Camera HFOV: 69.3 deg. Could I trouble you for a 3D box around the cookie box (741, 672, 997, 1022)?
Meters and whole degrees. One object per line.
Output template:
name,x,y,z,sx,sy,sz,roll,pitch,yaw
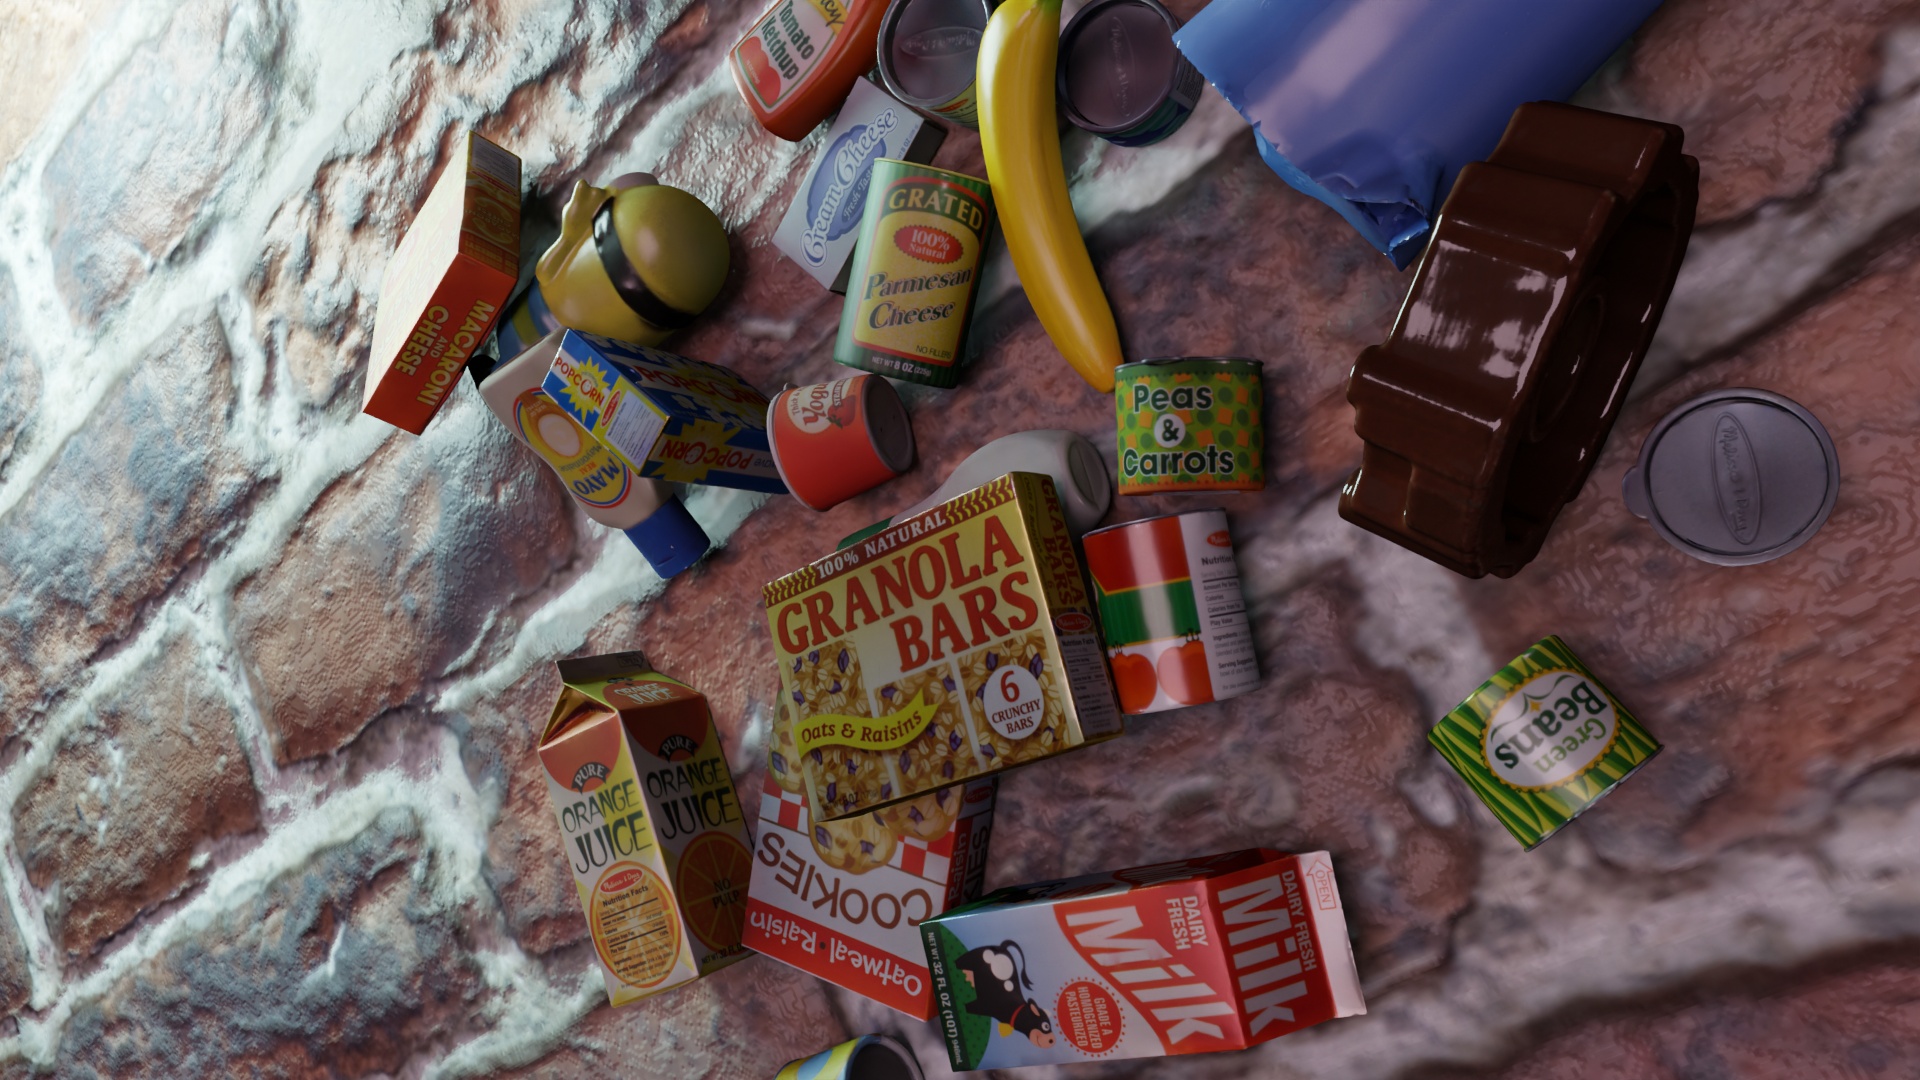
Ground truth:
cookie box,-0.046,0.149,0.730,0.123,0.040,0.167,11,95,31

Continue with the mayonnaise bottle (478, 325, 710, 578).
mayonnaise bottle,-0.199,-0.045,0.780,0.064,0.041,0.147,-28,110,22

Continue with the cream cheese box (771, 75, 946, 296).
cream cheese box,-0.056,-0.188,0.743,0.053,0.024,0.103,41,110,26

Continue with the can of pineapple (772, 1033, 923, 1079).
can of pineapple,-0.059,0.298,0.721,0.057,0.071,0.071,-30,75,28

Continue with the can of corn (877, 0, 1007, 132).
can of corn,0.003,-0.243,0.686,0.071,0.058,0.071,0,91,32

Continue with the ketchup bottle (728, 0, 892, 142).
ketchup bottle,-0.056,-0.280,0.731,0.148,0.043,0.065,-36,68,26

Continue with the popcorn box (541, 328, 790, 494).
popcorn box,-0.146,-0.066,0.739,0.085,0.127,0.038,39,106,25

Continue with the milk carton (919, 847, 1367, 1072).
milk carton,0.084,0.188,0.630,0.190,0.073,0.072,-17,82,30

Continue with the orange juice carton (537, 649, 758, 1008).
orange juice carton,-0.178,0.155,0.792,0.073,0.072,0.193,-27,77,29

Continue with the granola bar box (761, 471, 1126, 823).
granola bar box,-0.013,0.054,0.654,0.165,0.039,0.124,-23,75,35

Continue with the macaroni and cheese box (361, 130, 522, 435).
macaroni and cheese box,-0.313,-0.160,0.847,0.123,0.040,0.167,-49,36,23

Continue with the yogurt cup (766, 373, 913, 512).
yogurt cup,-0.060,-0.054,0.724,0.054,0.072,0.072,-16,82,23

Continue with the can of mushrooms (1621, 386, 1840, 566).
can of mushrooms,0.291,-0.024,0.525,0.071,0.033,0.071,1,91,31

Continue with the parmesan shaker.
parmesan shaker,-0.019,-0.132,0.698,0.071,0.071,0.103,18,100,30

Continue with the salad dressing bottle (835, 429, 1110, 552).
salad dressing bottle,0.002,-0.009,0.698,0.147,0.044,0.064,-22,81,32

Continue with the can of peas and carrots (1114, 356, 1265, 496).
can of peas and carrots,0.102,-0.050,0.619,0.071,0.071,0.058,-1,90,32

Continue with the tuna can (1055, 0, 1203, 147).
tuna can,0.077,-0.221,0.656,0.071,0.033,0.071,0,90,32

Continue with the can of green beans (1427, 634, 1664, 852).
can of green beans,0.228,0.079,0.545,0.071,0.071,0.058,-47,67,23

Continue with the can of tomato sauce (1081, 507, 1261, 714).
can of tomato sauce,0.094,0.032,0.628,0.071,0.071,0.083,-14,84,31
